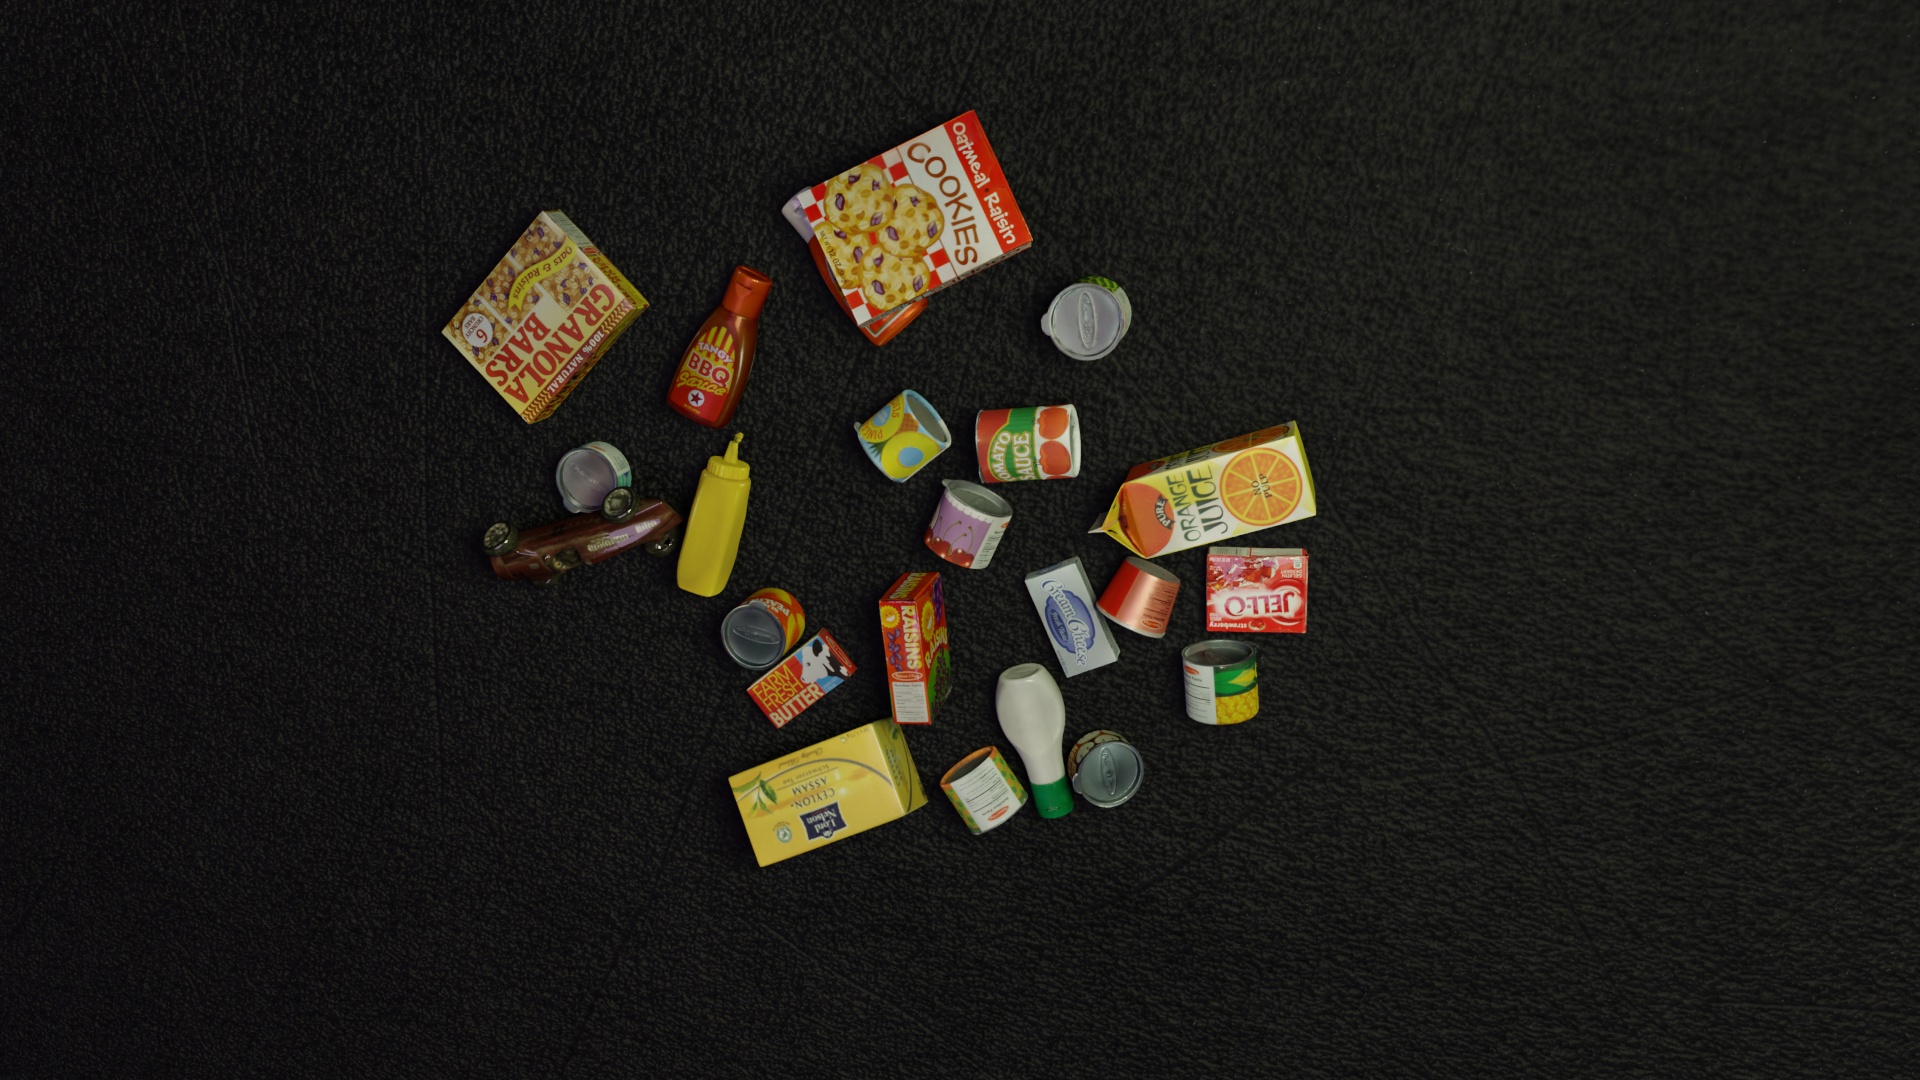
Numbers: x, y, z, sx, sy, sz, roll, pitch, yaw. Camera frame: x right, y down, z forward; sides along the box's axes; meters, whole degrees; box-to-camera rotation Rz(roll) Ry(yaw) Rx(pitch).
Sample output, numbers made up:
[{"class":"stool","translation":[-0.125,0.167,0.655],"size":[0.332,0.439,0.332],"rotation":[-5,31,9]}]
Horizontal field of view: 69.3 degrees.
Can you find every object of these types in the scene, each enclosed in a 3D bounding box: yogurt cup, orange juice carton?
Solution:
[{"class":"yogurt cup","translation":[0.163,0.049,1.256],"size":[0.072,0.072,0.053],"rotation":[25,102,5]},{"class":"orange juice carton","translation":[0.208,-0.039,1.215],"size":[0.192,0.072,0.073],"rotation":[-15,101,17]}]

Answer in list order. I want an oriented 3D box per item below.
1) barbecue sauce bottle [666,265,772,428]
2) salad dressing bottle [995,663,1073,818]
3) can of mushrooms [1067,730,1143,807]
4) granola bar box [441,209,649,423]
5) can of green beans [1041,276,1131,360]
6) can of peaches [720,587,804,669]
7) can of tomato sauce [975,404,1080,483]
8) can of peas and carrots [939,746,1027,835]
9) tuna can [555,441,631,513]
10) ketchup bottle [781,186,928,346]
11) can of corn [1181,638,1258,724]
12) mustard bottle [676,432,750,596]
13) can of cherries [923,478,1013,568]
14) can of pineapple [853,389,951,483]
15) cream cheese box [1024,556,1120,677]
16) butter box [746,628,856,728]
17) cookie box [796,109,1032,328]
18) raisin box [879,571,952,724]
[{"class":"barbecue sauce bottle","translation":[-0.219,-0.181,1.289],"size":[0.065,0.044,0.148],"rotation":[29,110,5]},{"class":"salad dressing bottle","translation":[0.075,0.193,1.329],"size":[0.064,0.044,0.147],"rotation":[-12,104,9]},{"class":"can of mushrooms","translation":[0.134,0.215,1.312],"size":[0.071,0.033,0.071],"rotation":[-4,104,-14]},{"class":"granola bar box","translation":[-0.396,-0.212,1.324],"size":[0.165,0.039,0.124],"rotation":[-42,92,20]},{"class":"can of green beans","translation":[0.112,-0.193,1.200],"size":[0.071,0.058,0.071],"rotation":[4,107,12]},{"class":"can of peaches","translation":[-0.191,0.083,1.351],"size":[0.071,0.058,0.071],"rotation":[4,106,13]},{"class":"can of tomato sauce","translation":[0.061,-0.085,1.237],"size":[0.083,0.071,0.071],"rotation":[-3,105,14]},{"class":"can of peas and carrots","translation":[0.022,0.240,1.344],"size":[0.071,0.071,0.058],"rotation":[-31,96,20]},{"class":"tuna can","translation":[-0.361,-0.060,1.363],"size":[0.071,0.033,0.071],"rotation":[4,106,12]},{"class":"ketchup bottle","translation":[-0.098,-0.248,1.242],"size":[0.064,0.043,0.149],"rotation":[-40,93,14]},{"class":"can of corn","translation":[0.238,0.127,1.260],"size":[0.071,0.071,0.058],"rotation":[-2,106,14]},{"class":"mustard bottle","translation":[-0.231,-0.029,1.328],"size":[0.049,0.065,0.159],"rotation":[16,103,3]},{"class":"can of cherries","translation":[0.005,-0.016,1.273],"size":[0.071,0.072,0.058],"rotation":[26,111,5]},{"class":"can of pineapple","translation":[-0.052,-0.096,1.261],"size":[0.057,0.071,0.071],"rotation":[-37,95,19]},{"class":"cream cheese box","translation":[0.104,0.071,1.296],"size":[0.053,0.024,0.103],"rotation":[-21,100,17]},{"class":"butter box","translation":[-0.158,0.137,1.377],"size":[0.103,0.024,0.053],"rotation":[-38,94,20]},{"class":"cookie box","translation":[-0.038,-0.275,1.194],"size":[0.167,0.040,0.123],"rotation":[-25,94,3]},{"class":"raisin box","translation":[-0.041,0.100,1.306],"size":[0.040,0.086,0.123],"rotation":[-2,105,16]}]
